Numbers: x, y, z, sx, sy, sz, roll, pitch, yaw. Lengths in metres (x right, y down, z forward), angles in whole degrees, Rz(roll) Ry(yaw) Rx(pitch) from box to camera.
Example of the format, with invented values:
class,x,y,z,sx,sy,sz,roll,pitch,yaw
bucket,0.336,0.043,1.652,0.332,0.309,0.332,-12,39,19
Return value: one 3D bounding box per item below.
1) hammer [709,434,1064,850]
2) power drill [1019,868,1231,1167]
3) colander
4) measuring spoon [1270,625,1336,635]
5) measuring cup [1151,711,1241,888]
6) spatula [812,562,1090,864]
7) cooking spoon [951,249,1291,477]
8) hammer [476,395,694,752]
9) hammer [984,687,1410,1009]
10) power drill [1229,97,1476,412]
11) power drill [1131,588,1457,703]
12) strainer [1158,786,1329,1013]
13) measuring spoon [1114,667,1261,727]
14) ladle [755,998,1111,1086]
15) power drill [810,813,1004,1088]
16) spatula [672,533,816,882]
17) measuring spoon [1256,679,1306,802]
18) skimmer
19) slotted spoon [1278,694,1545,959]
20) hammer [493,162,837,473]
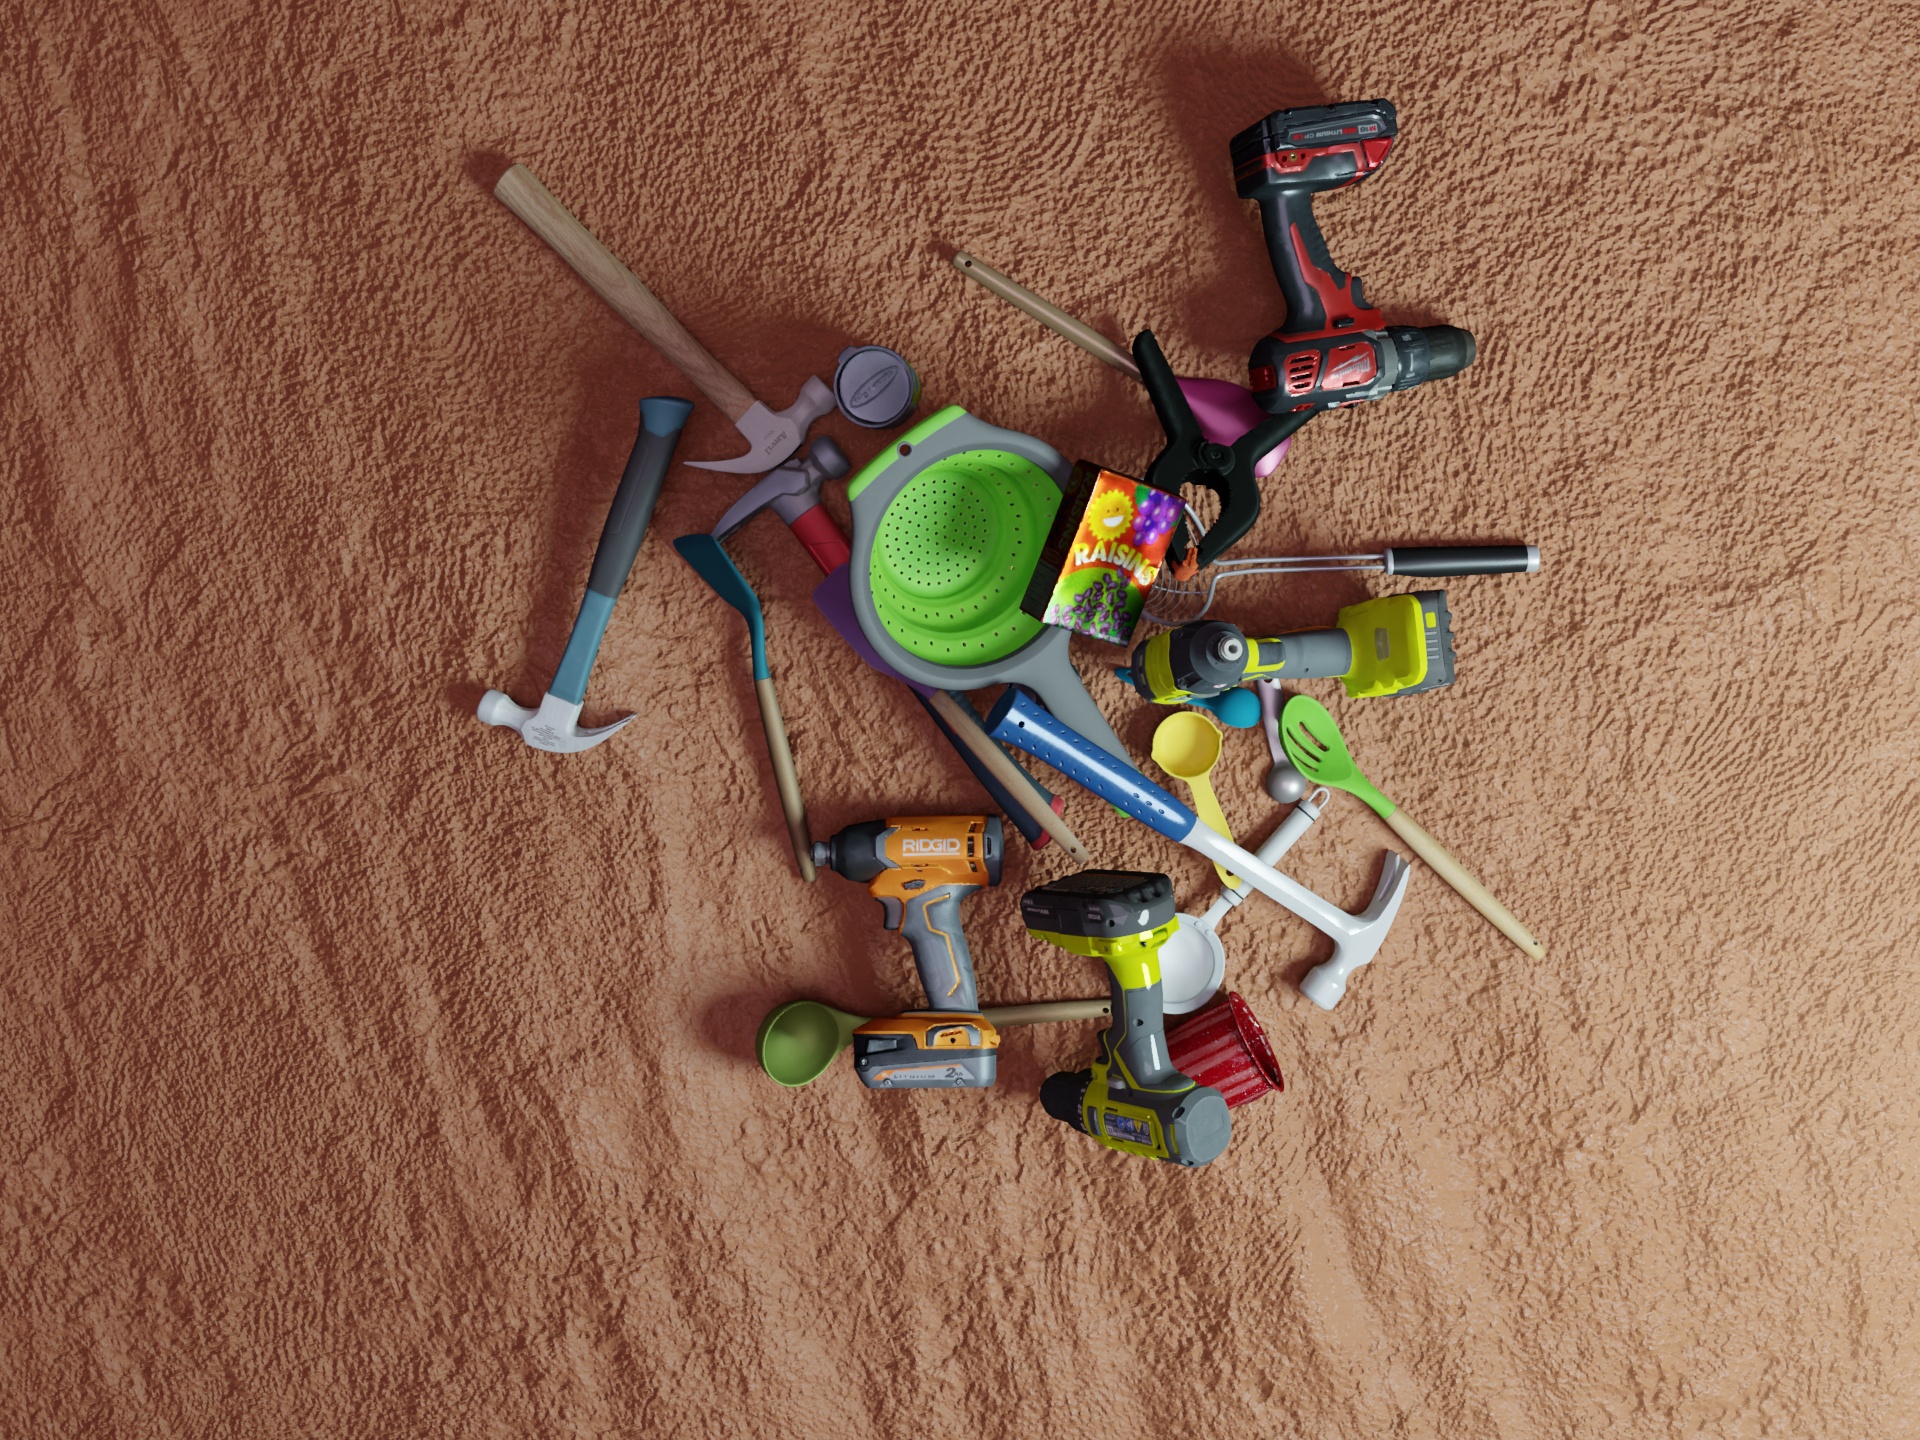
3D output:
class,x,y,z,sx,sy,sz,roll,pitch,yaw
hammer,-0.053,-0.044,1.338,0.143,0.038,0.386,-37,89,9
power drill,0.120,0.243,1.303,0.080,0.190,0.228,-15,98,-37
colander,0.038,-0.076,1.273,0.204,0.095,0.396,-38,121,-5
measuring spoon,0.261,-0.062,1.341,0.117,0.011,0.021,-12,95,2
measuring cup,0.207,0.067,1.346,0.062,0.029,0.156,-19,92,6
spatula,-0.002,-0.004,1.305,0.060,0.018,0.316,-42,87,11
cooking spoon,0.130,-0.299,1.312,0.319,0.017,0.069,32,98,-1
hammer,-0.300,-0.122,1.346,0.128,0.033,0.331,24,106,0
hammer,0.195,0.088,1.291,0.405,0.035,0.144,32,96,-20
power drill,0.309,-0.362,1.252,0.188,0.080,0.226,-11,98,-13
power drill,0.262,-0.053,1.244,0.223,0.171,0.080,-5,87,-10
strainer,0.227,0.156,1.358,0.087,0.050,0.258,41,93,-6
measuring spoon,0.192,-0.028,1.335,0.128,0.042,0.021,18,132,8
ladle,-0.019,0.268,1.385,0.320,0.062,0.078,-6,106,3
power drill,-0.044,0.192,1.338,0.164,0.084,0.226,0,80,-2
spatula,-0.174,-0.008,1.362,0.044,0.082,0.317,-19,102,-32
measuring spoon,0.268,0.011,1.344,0.034,0.018,0.124,-11,96,6
skimmer,0.290,-0.138,1.285,0.363,0.090,0.127,-1,71,3
slotted spoon,0.378,0.096,1.339,0.313,0.031,0.070,42,55,-6
hammer,-0.262,-0.336,1.332,0.331,0.031,0.130,44,98,-2
